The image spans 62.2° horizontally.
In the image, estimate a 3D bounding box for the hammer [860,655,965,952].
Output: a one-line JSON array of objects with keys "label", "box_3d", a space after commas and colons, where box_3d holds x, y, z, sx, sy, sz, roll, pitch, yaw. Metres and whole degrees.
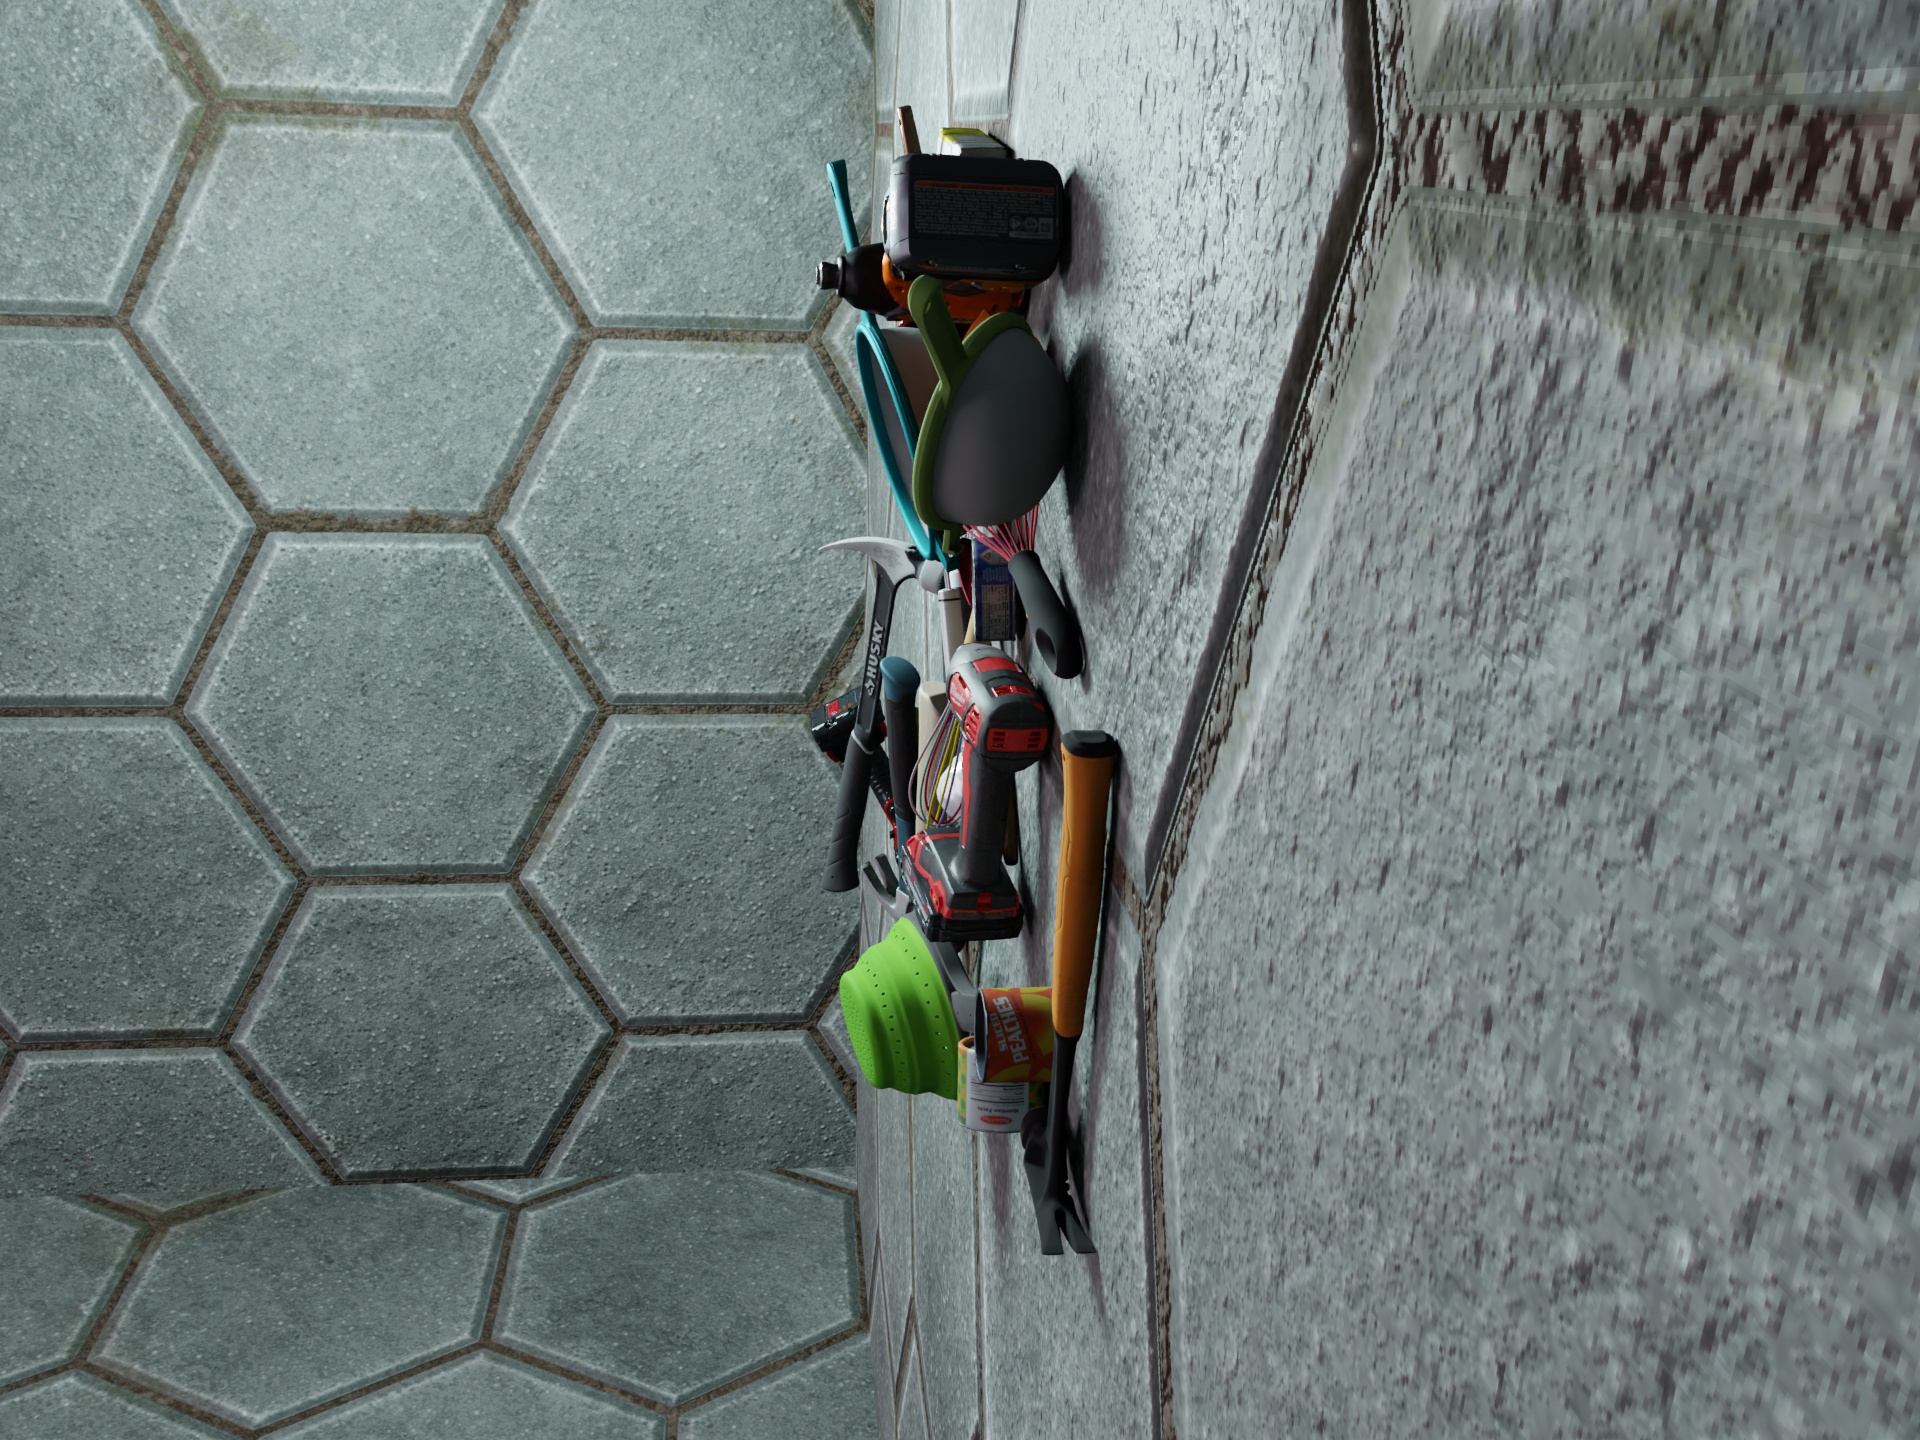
[{"label": "hammer", "box_3d": [-0.053, 0.084, 1.598, 0.128, 0.033, 0.330, 28, 134, 37]}]

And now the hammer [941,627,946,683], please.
[{"label": "hammer", "box_3d": [-0.009, -0.157, 1.625, 0.146, 0.035, 0.335, 117, 151, -74]}]

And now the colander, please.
[{"label": "colander", "box_3d": [-0.032, 0.262, 1.381, 0.397, 0.094, 0.204, 152, 102, -74]}]

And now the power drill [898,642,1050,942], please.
[{"label": "power drill", "box_3d": [0.011, 0.051, 1.231, 0.143, 0.078, 0.219, -119, 33, -57]}]

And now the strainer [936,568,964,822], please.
[{"label": "strainer", "box_3d": [-0.002, -0.004, 1.397, 0.087, 0.050, 0.258, -124, 28, -85]}]

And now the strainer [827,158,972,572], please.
[{"label": "strainer", "box_3d": [-0.030, -0.307, 1.346, 0.211, 0.095, 0.340, -122, 16, -65]}]

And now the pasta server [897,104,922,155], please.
[{"label": "pasta server", "box_3d": [-0.028, -0.413, 1.501, 0.060, 0.040, 0.316, 41, 147, 57]}]

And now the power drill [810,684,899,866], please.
[{"label": "power drill", "box_3d": [-0.079, 0.084, 1.760, 0.226, 0.080, 0.188, 62, -179, -14]}]

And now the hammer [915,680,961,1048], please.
[{"label": "hammer", "box_3d": [-0.034, 0.144, 1.550, 0.146, 0.038, 0.410, 39, 136, 46]}]

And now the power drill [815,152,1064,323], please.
[{"label": "power drill", "box_3d": [-0.018, -0.341, 1.160, 0.226, 0.164, 0.084, -170, 81, -81]}]

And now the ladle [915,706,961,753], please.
[{"label": "ladle", "box_3d": [-0.007, 0.027, 1.580, 0.062, 0.078, 0.320, -53, 13, -7]}]

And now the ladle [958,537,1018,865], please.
[{"label": "ladle", "box_3d": [0.027, -0.022, 1.364, 0.069, 0.031, 0.316, 105, 162, -60]}]

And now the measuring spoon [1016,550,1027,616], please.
[{"label": "measuring spoon", "box_3d": [0.052, -0.108, 1.232, 0.117, 0.011, 0.021, -96, 4, -64]}]

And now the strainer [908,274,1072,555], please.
[{"label": "strainer", "box_3d": [0.024, -0.200, 0.998, 0.151, 0.069, 0.256, -62, -17, -8]}]

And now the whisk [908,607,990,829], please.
[{"label": "whisk", "box_3d": [0.004, -0.020, 1.332, 0.047, 0.051, 0.245, 19, -97, -53]}]

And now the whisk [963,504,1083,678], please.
[{"label": "whisk", "box_3d": [0.041, -0.123, 1.132, 0.296, 0.073, 0.073, -108, 18, -49]}]

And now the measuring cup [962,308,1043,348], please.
[{"label": "measuring cup", "box_3d": [0.039, -0.257, 1.192, 0.174, 0.052, 0.095, -43, -26, -64]}]

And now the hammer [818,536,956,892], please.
[{"label": "hammer", "box_3d": [-0.103, 0.003, 1.644, 0.036, 0.149, 0.408, -27, -45, -52]}]

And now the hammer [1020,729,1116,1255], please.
[{"label": "hammer", "box_3d": [0.068, 0.165, 0.985, 0.127, 0.034, 0.336, -104, 15, -66]}]

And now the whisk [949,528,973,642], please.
[{"label": "whisk", "box_3d": [-0.002, -0.165, 1.500, 0.070, 0.070, 0.284, 180, 85, -83]}]
